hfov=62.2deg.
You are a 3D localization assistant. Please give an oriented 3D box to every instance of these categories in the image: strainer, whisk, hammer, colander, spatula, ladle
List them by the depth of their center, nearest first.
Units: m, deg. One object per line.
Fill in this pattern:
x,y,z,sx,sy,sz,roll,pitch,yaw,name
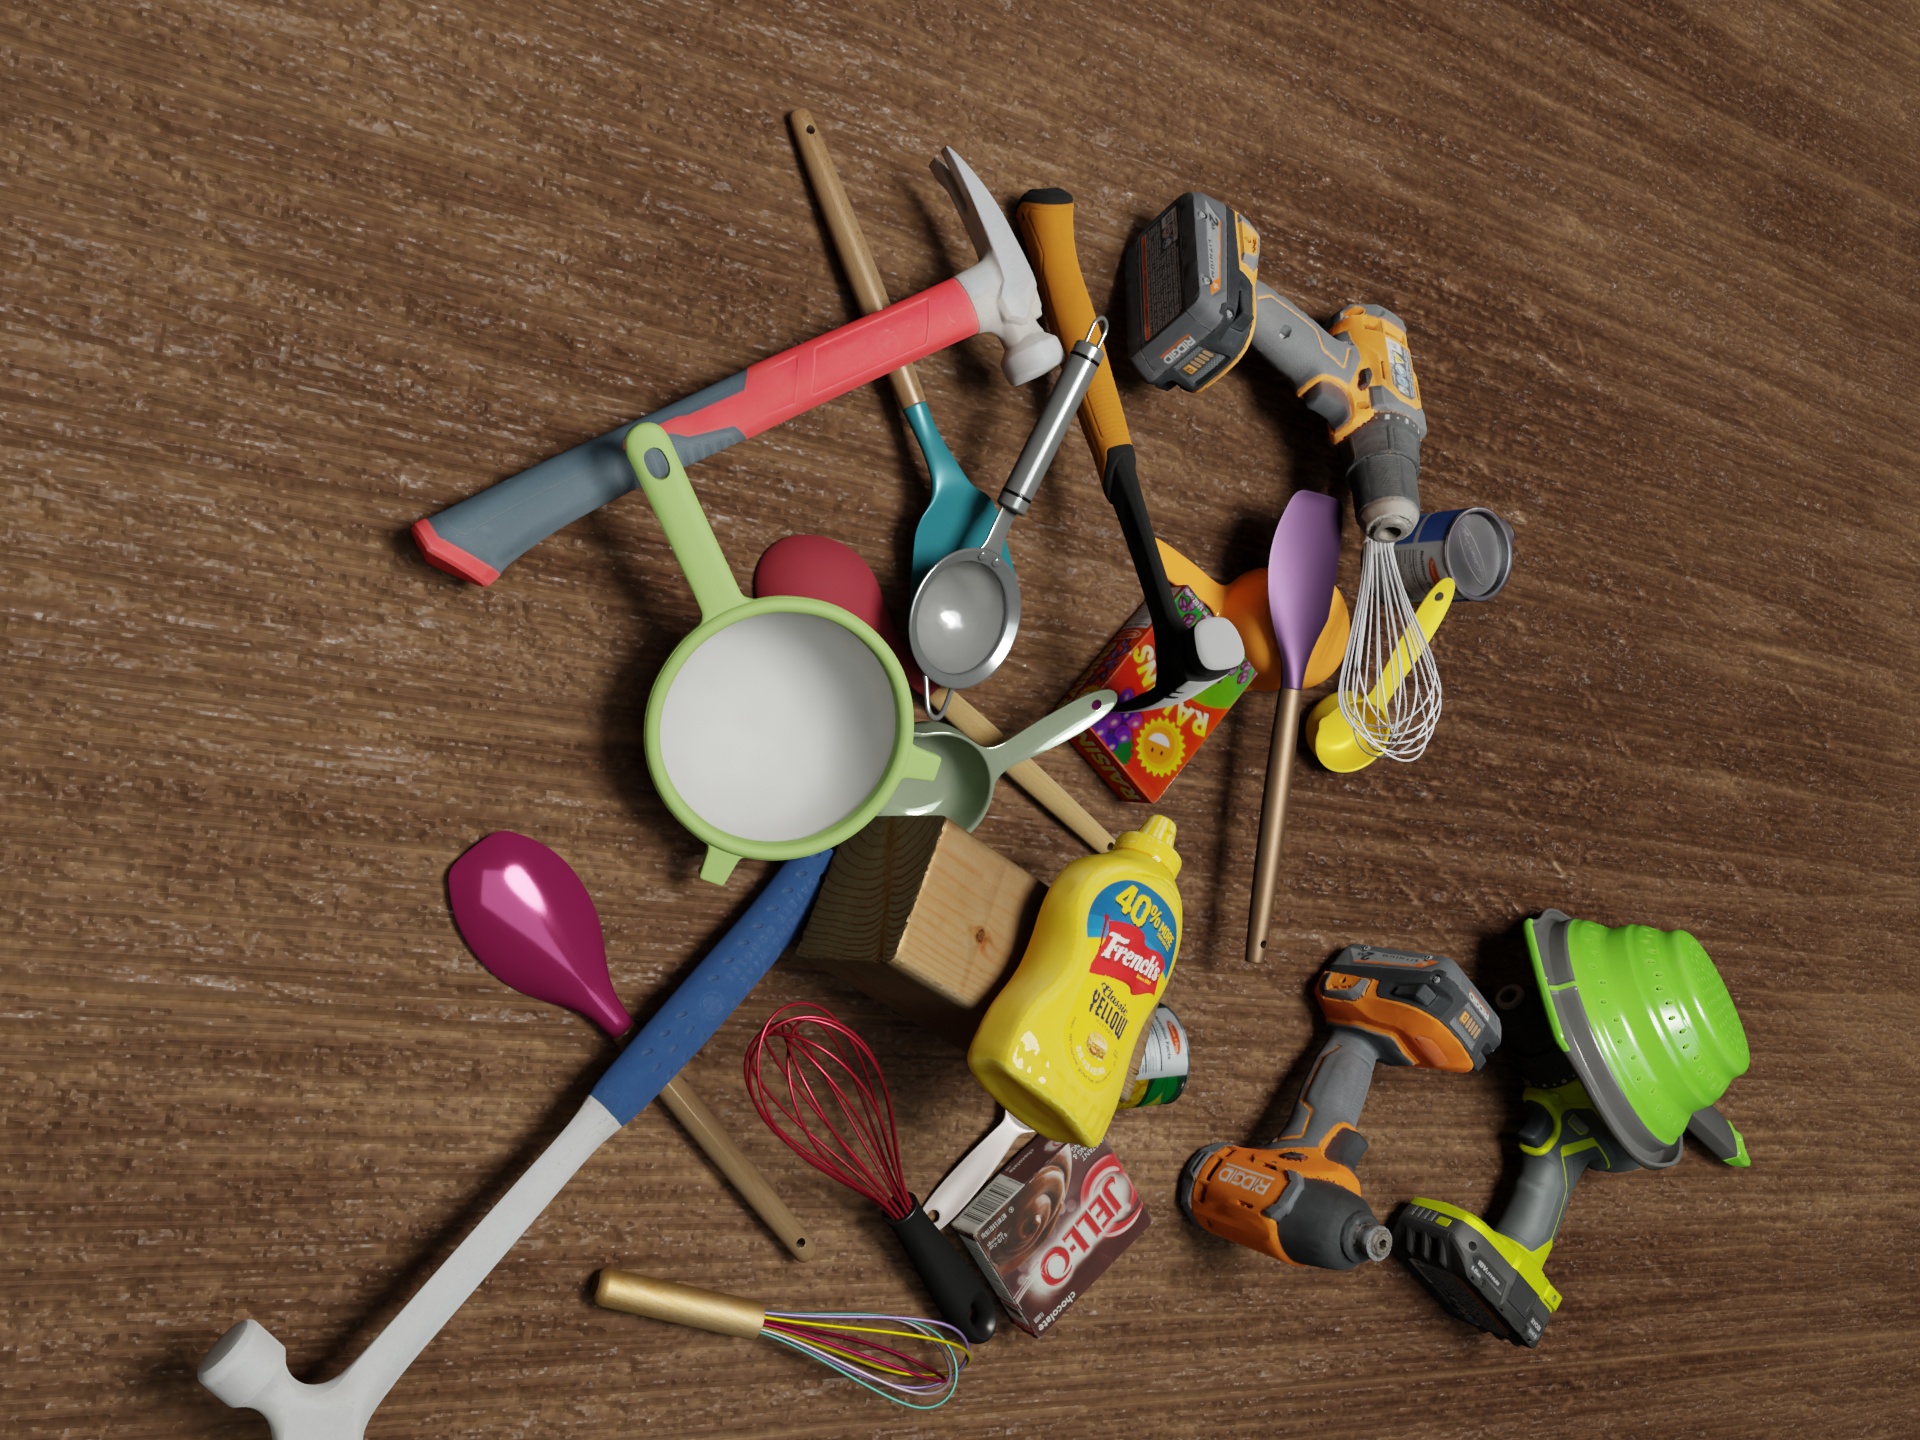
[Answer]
-0.195,0.222,0.853,0.144,0.035,0.405,51,61,-19,hammer
-0.126,-0.047,0.887,0.151,0.069,0.256,-26,109,-9,strainer
-0.128,-0.191,0.891,0.386,0.038,0.143,-29,97,-19,hammer
-0.102,0.360,0.935,0.244,0.047,0.051,22,68,-23,whisk
-0.045,0.276,0.940,0.073,0.073,0.295,-41,121,-22,whisk
0.028,-0.123,0.951,0.086,0.050,0.258,23,95,-43,strainer
-0.044,-0.213,0.967,0.082,0.044,0.317,-24,98,-25,spatula
0.090,-0.172,0.986,0.034,0.127,0.337,-11,79,-22,hammer
-0.002,-0.003,0.991,0.315,0.031,0.069,42,75,-25,ladle
0.215,0.004,1.058,0.059,0.018,0.316,7,90,-30,spatula
0.288,-0.099,1.089,0.070,0.070,0.285,21,57,-27,whisk
0.571,0.261,1.233,0.396,0.094,0.205,37,38,-37,colander

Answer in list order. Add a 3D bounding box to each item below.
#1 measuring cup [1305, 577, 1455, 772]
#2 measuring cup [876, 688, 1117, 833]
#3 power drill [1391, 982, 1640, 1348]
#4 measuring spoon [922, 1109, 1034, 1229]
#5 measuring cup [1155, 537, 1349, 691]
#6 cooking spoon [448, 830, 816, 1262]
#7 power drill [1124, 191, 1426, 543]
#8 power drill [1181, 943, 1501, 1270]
0.297,-0.036,1.119,0.062,0.029,0.156,23,105,-24,measuring cup
0.018,0.017,0.974,0.167,0.038,0.083,-27,116,-12,measuring cup
0.424,0.331,1.203,0.190,0.080,0.228,48,67,-22,power drill
0.013,0.278,1.012,0.034,0.018,0.124,45,77,-5,measuring spoon
0.194,-0.082,1.081,0.173,0.052,0.095,30,77,-28,measuring cup
-0.176,0.194,0.902,0.069,0.017,0.318,-42,109,-23,cooking spoon
0.218,-0.225,1.047,0.226,0.084,0.186,21,54,-29,power drill
0.265,0.263,1.065,0.084,0.164,0.226,49,67,-20,power drill
